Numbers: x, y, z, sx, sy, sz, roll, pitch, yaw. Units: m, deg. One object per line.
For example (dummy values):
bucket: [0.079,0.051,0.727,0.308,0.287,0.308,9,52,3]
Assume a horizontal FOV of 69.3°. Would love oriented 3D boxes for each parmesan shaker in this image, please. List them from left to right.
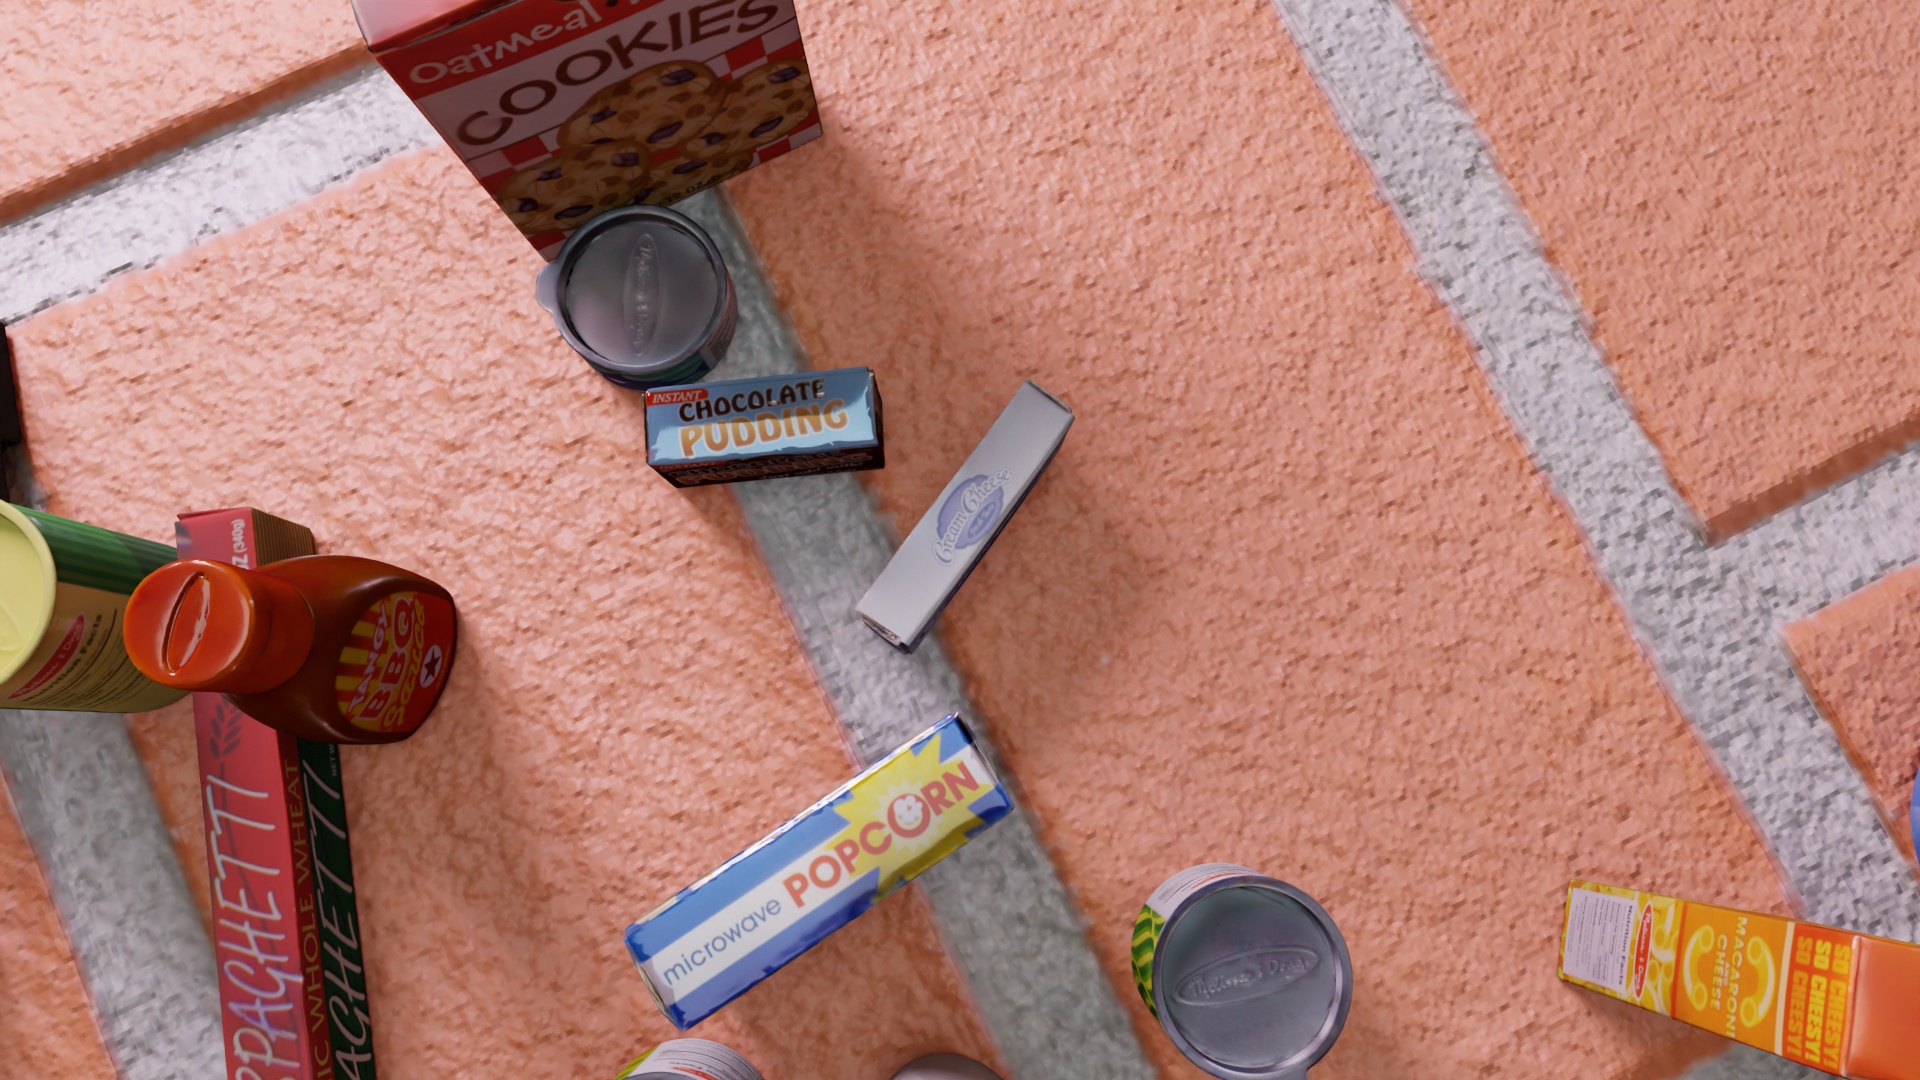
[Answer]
parmesan shaker: [-0.311,0.027,0.472,0.071,0.103,0.071,0,81,0]

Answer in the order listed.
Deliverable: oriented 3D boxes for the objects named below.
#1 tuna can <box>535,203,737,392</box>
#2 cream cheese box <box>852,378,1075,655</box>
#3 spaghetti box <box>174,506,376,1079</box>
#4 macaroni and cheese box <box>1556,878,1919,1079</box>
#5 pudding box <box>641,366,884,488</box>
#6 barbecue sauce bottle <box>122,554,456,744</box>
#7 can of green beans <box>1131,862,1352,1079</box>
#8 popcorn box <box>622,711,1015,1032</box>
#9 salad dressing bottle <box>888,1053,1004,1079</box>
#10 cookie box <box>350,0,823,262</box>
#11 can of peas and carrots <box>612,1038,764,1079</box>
tuna can: [-0.122,-0.091,0.529,0.071,0.033,0.071,0,81,-1]
cream cheese box: [0.002,-0.006,0.506,0.024,0.053,0.104,36,82,5]
spaghetti box: [-0.237,0.113,0.486,0.029,0.050,0.250,-11,81,-2]
macaroni and cheese box: [0.282,0.142,0.427,0.124,0.166,0.040,11,81,1]
pudding box: [-0.071,-0.041,0.513,0.084,0.049,0.030,-6,81,-1]
barbecue sauce bottle: [-0.211,0.033,0.449,0.044,0.148,0.065,13,81,2]
can of green beans: [0.095,0.147,0.480,0.071,0.057,0.071,0,81,-1]
popcorn box: [-0.044,0.108,0.471,0.127,0.085,0.038,-33,83,-5]
salad dressing bottle: [0.000,0.197,0.425,0.064,0.147,0.044,32,82,4]
cookie box: [-0.116,-0.163,0.473,0.123,0.167,0.040,-26,82,-4]
can of peas and carrots: [-0.098,0.209,0.467,0.071,0.058,0.071,0,81,-1]
